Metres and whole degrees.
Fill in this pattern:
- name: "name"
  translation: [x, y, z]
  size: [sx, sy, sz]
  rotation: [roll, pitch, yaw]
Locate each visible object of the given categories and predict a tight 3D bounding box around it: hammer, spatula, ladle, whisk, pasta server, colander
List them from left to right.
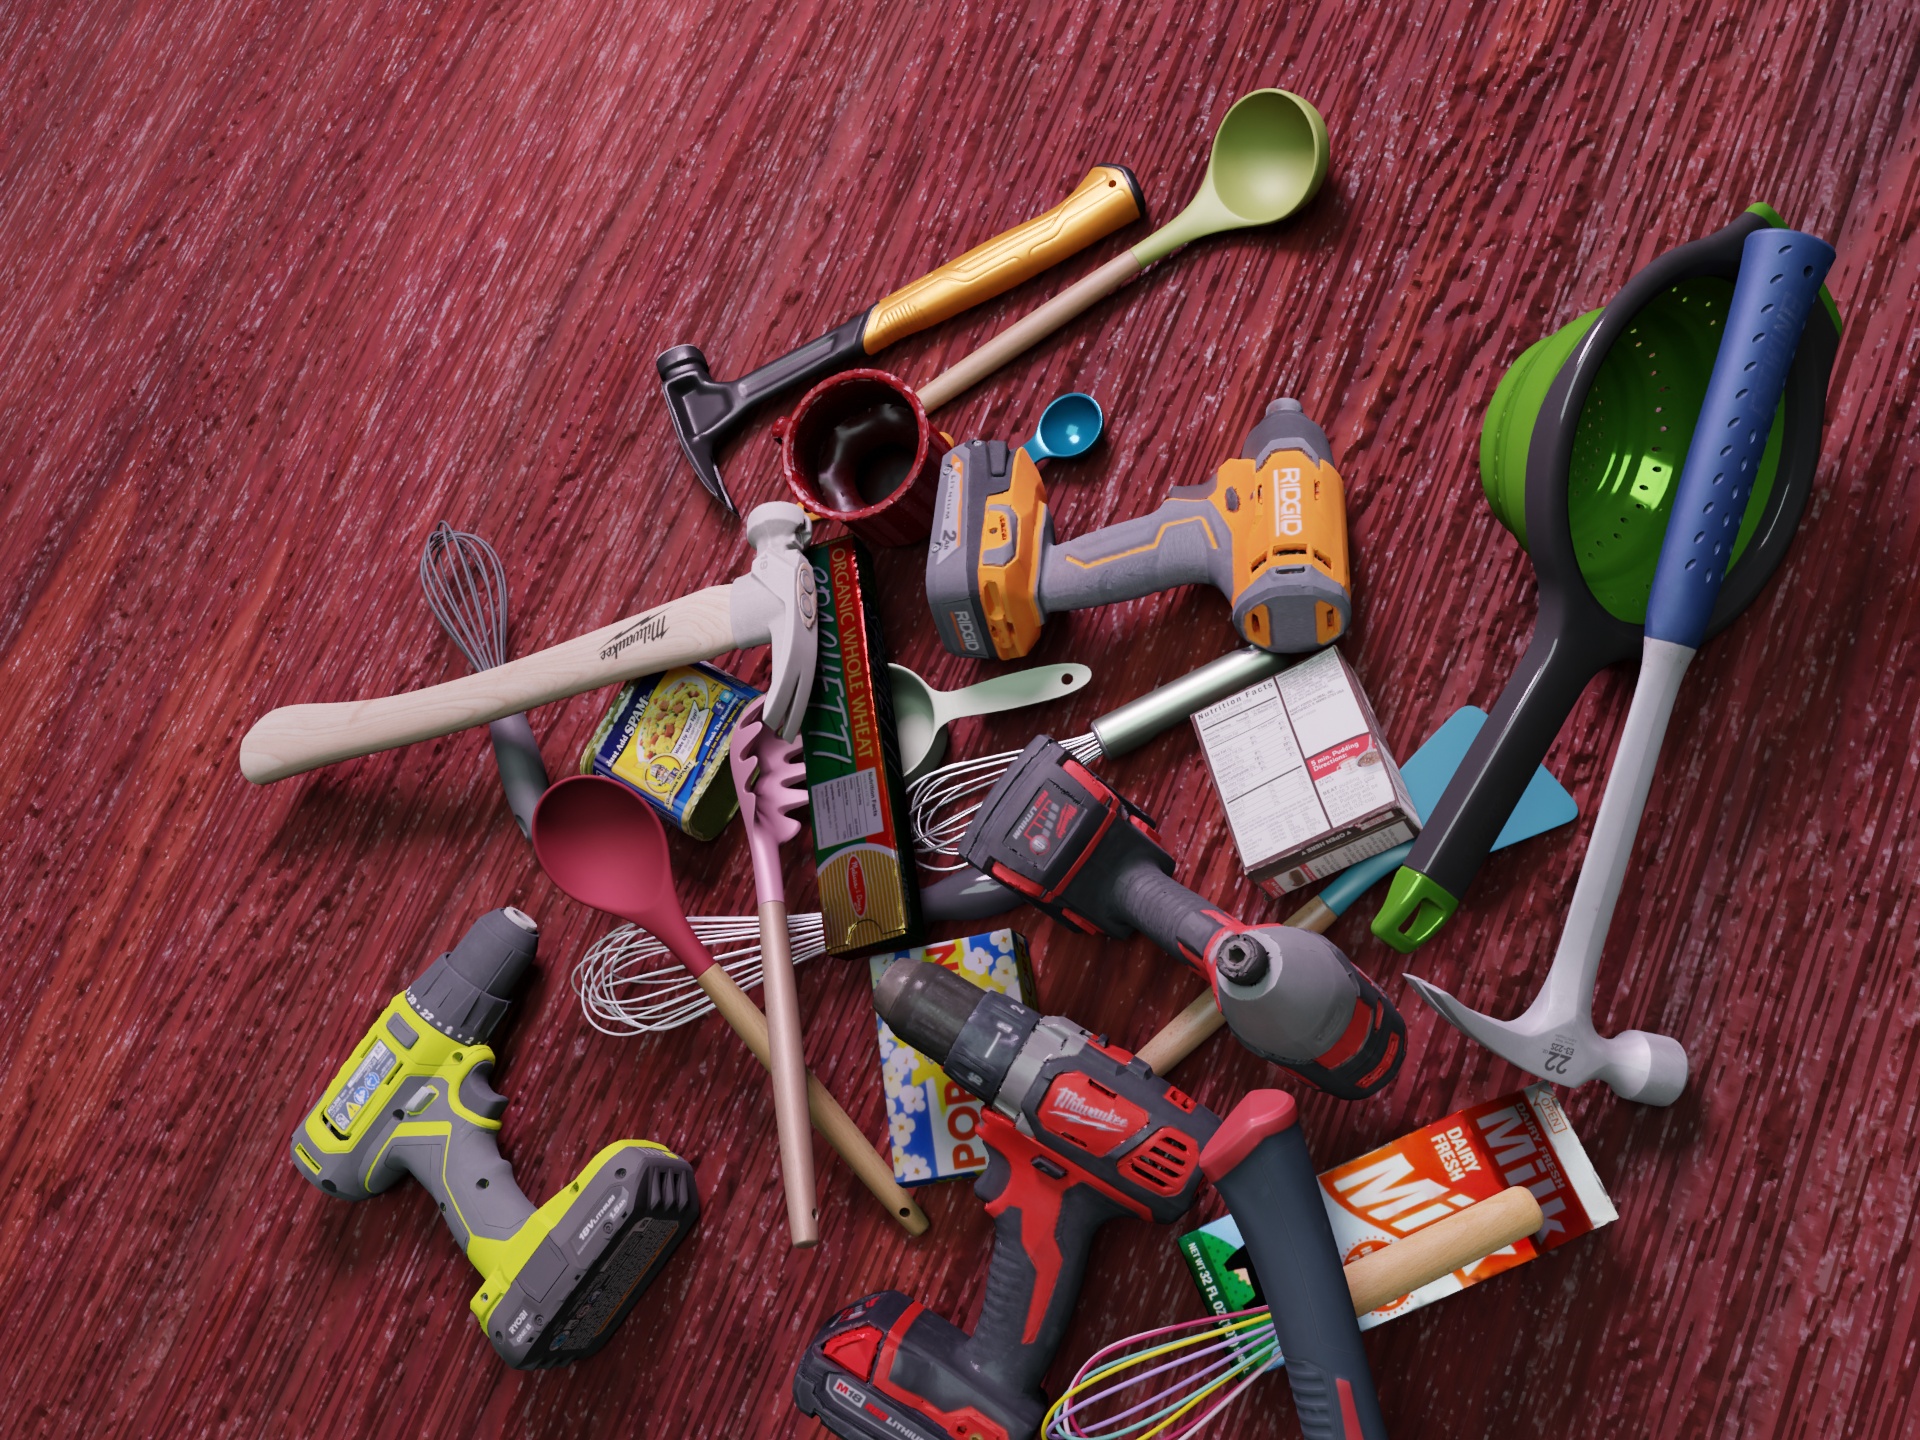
- name: "whisk"
  translation: [-0.305, -0.026, 1.036]
  size: [0.055, 0.055, 0.239]
  rotation: [-25, 71, 9]
- name: "hammer"
  translation: [-0.273, -0.012, 0.963]
  size: [0.410, 0.038, 0.146]
  rotation: [-15, 58, 20]
- name: "ladle"
  translation: [-0.122, 0.157, 0.873]
  size: [0.069, 0.031, 0.315]
  rotation: [-41, 85, 3]
- name: "pasta server"
  translation: [-0.093, 0.122, 0.857]
  size: [0.040, 0.060, 0.317]
  rotation: [-25, 54, 21]
- name: "whisk"
  translation: [-0.088, 0.124, 0.912]
  size: [0.284, 0.070, 0.070]
  rotation: [-15, 69, 8]
- name: "hammer"
  translation: [-0.034, -0.257, 1.025]
  size: [0.337, 0.034, 0.127]
  rotation: [-26, 66, 9]
- name: "whisk"
  translation: [0.073, 0.016, 0.899]
  size: [0.246, 0.058, 0.059]
  rotation: [-27, 101, 5]
- name: "ladle"
  translation: [0.083, -0.274, 0.981]
  size: [0.320, 0.062, 0.078]
  rotation: [-32, 75, 9]
- name: "whisk"
  translation: [0.147, 0.272, 0.714]
  size: [0.245, 0.051, 0.047]
  rotation: [-27, 91, 4]
- name: "spatula"
  translation: [0.178, 0.118, 0.841]
  size: [0.317, 0.044, 0.082]
  rotation: [-43, 65, 7]
- name: "hammer"
  translation: [0.189, 0.341, 0.671]
  size: [0.143, 0.038, 0.386]
  rotation: [-14, 94, 14]
- name: "colander"
  translation: [0.292, -0.070, 0.803]
  size: [0.397, 0.204, 0.095]
  rotation: [-58, 34, -4]
- name: "hammer"
  translation: [0.324, -0.027, 0.742]
  size: [0.144, 0.035, 0.405]
  rotation: [15, 93, -14]

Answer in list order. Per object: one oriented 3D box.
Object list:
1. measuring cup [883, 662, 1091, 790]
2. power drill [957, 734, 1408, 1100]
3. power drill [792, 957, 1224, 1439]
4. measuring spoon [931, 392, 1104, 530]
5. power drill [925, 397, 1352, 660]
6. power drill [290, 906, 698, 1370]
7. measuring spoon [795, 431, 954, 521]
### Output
- name: "measuring cup"
  translation: [-0.001, -0.003, 0.931]
  size: [0.167, 0.038, 0.083]
  rotation: [-14, 69, 12]
- name: "power drill"
  translation: [0.106, 0.097, 0.780]
  size: [0.220, 0.143, 0.078]
  rotation: [34, 87, 43]
- name: "power drill"
  translation: [0.002, 0.246, 0.793]
  size: [0.188, 0.080, 0.226]
  rotation: [29, 93, 12]
- name: "measuring spoon"
  translation: [0.036, -0.153, 0.981]
  size: [0.128, 0.021, 0.042]
  rotation: [-35, 63, 15]
- name: "power drill"
  translation: [0.103, -0.113, 0.904]
  size: [0.226, 0.084, 0.164]
  rotation: [-2, 55, 13]
- name: "power drill"
  translation: [-0.262, 0.236, 0.919]
  size: [0.229, 0.080, 0.190]
  rotation: [35, 87, 27]
- name: "measuring spoon"
  translation: [-0.058, -0.154, 1.011]
  size: [0.117, 0.011, 0.021]
  rotation: [-24, 67, 10]
